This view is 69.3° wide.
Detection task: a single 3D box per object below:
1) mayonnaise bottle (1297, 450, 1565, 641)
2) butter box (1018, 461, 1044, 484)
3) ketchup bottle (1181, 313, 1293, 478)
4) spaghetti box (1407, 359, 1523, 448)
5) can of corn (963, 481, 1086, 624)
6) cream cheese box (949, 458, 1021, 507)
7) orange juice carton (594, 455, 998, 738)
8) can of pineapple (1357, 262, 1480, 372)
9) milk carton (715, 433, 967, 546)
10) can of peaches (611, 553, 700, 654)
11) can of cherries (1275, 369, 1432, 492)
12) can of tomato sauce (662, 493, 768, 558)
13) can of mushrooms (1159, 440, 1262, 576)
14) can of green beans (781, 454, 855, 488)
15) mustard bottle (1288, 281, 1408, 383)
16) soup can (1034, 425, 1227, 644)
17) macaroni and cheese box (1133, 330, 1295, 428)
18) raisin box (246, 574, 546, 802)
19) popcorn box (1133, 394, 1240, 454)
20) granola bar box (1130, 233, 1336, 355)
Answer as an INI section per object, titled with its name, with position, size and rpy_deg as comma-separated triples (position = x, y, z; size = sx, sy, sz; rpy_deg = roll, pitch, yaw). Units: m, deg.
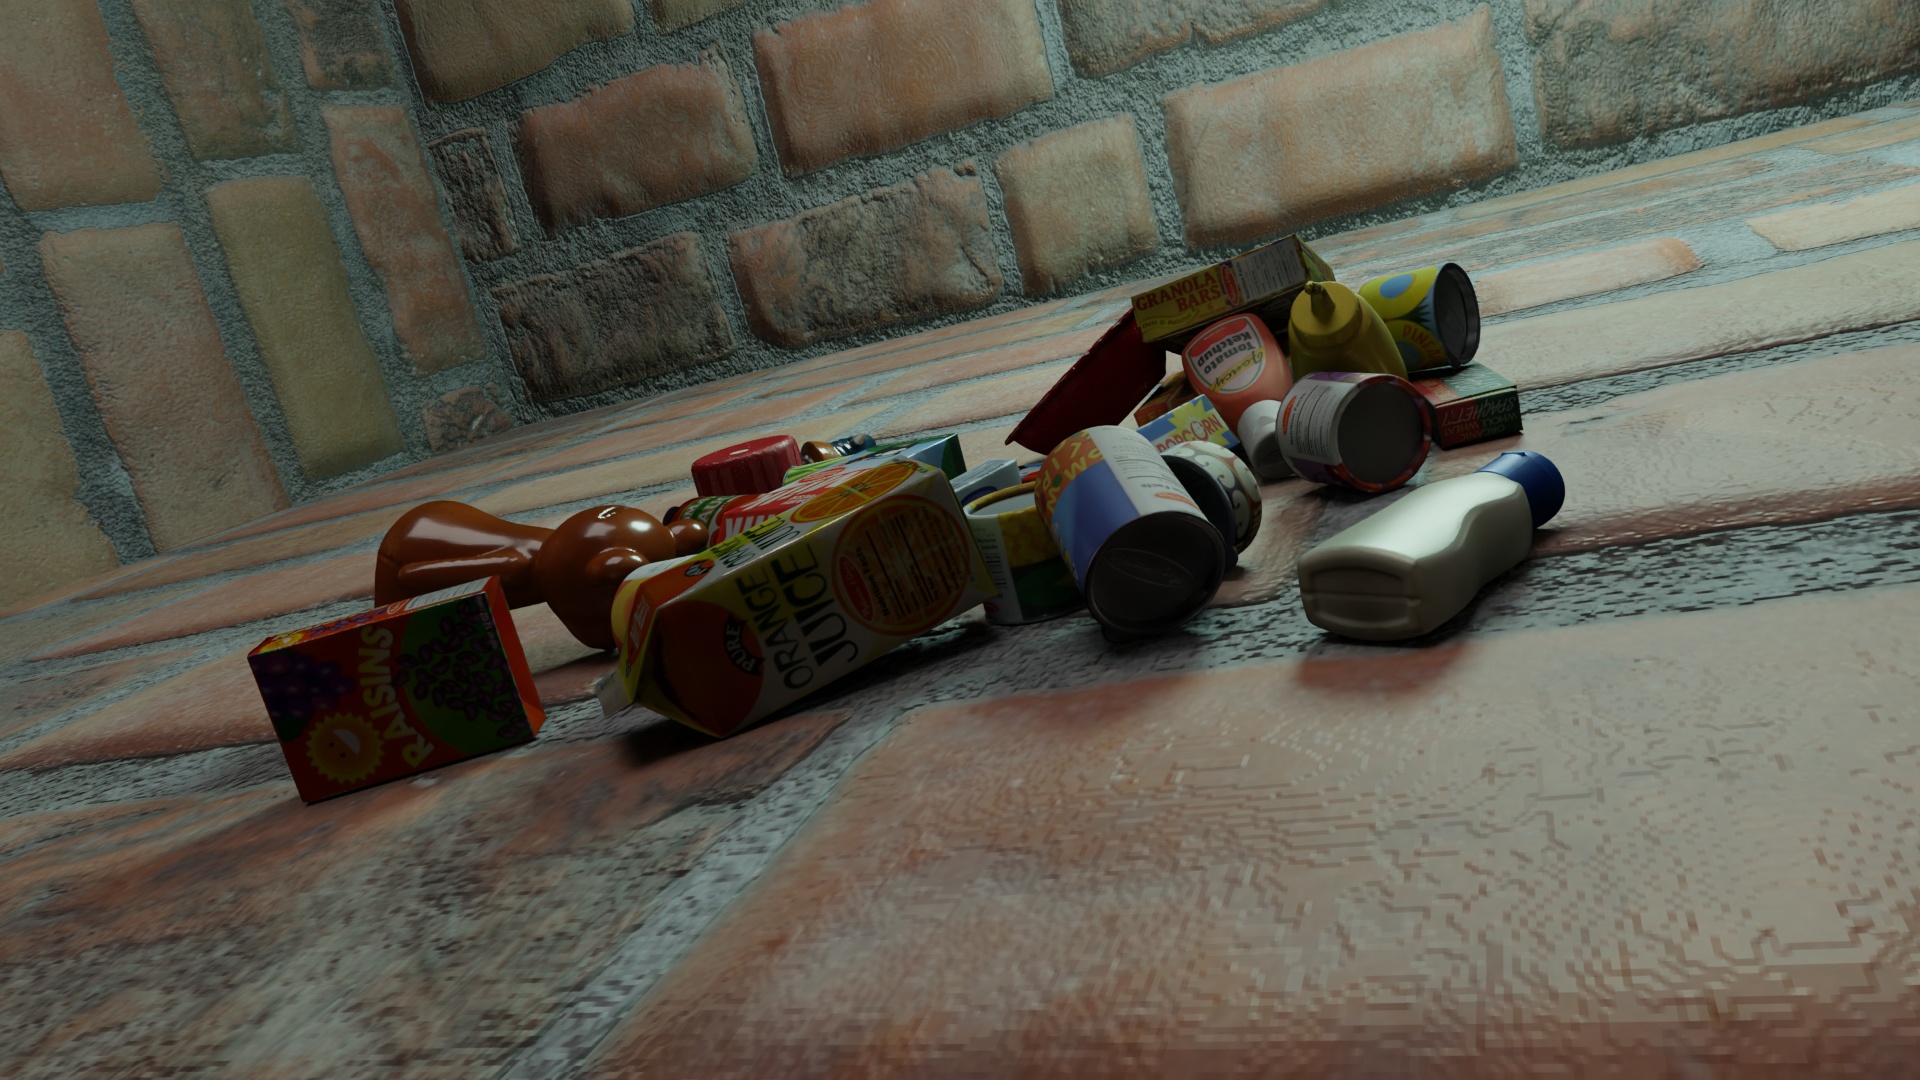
[mayonnaise bottle]
position = 0.209, -0.001, 0.592
size = 0.149, 0.041, 0.064
rpy_deg = -24, 17, -39
[butter box]
position = 0.070, -0.040, 0.959
size = 0.103, 0.024, 0.053
rpy_deg = -7, 14, 33
[ketchup bottle]
position = 0.190, -0.093, 0.908
size = 0.064, 0.043, 0.149
rpy_deg = -30, 32, 14
[spaghetti box]
position = 0.321, -0.103, 0.930
size = 0.050, 0.028, 0.251
rpy_deg = -13, 12, 12
[can of corn]
position = 0.040, 0.004, 0.722
size = 0.071, 0.058, 0.071
rpy_deg = -14, 13, 3
[cream cheese box]
position = 0.003, -0.011, 0.840
size = 0.024, 0.053, 0.104
rpy_deg = -4, 17, 37
[orange juice carton]
position = -0.088, 0.033, 0.679
size = 0.193, 0.073, 0.072
rpy_deg = -27, 16, -13
[can of pineapple]
position = 0.299, -0.143, 0.910
size = 0.058, 0.071, 0.071
rpy_deg = -6, 15, 44
[milk carton]
position = -0.074, -0.003, 0.849
size = 0.072, 0.073, 0.191
rpy_deg = -4, 16, 40
[can of peaches]
position = -0.145, 0.043, 0.747
size = 0.058, 0.071, 0.071
rpy_deg = -9, 13, 42
[can of cherries]
position = 0.224, -0.062, 0.784
size = 0.071, 0.071, 0.058
rpy_deg = -18, 13, -15
[can of tomato sauce]
position = -0.149, 0.001, 0.930
size = 0.083, 0.071, 0.071
rpy_deg = -1, 18, 46
[can of mushrooms]
position = 0.117, -0.014, 0.699
size = 0.071, 0.071, 0.033
rpy_deg = -5, 15, 40
[can of green beans]
position = -0.085, -0.025, 0.976
size = 0.058, 0.071, 0.071
rpy_deg = -10, 13, 19
[mustard bottle]
position = 0.230, -0.113, 0.836
size = 0.065, 0.049, 0.160
rpy_deg = -5, -27, 24
[soup can]
position = 0.075, -0.004, 0.644
size = 0.071, 0.071, 0.084
rpy_deg = -16, 34, -6
[macaroni and cheese box]
position = 0.224, -0.120, 1.032
size = 0.166, 0.040, 0.124
rpy_deg = -19, 12, 27
[raisin box]
position = -0.292, 0.076, 0.727
size = 0.123, 0.086, 0.040
rpy_deg = -16, 14, -4
[popcorn box]
position = 0.092, -0.032, 0.795
size = 0.127, 0.038, 0.085
rpy_deg = -28, -9, -46
[granola bar box]
position = 0.210, -0.175, 1.034
size = 0.124, 0.039, 0.166
rpy_deg = -18, -5, 23
